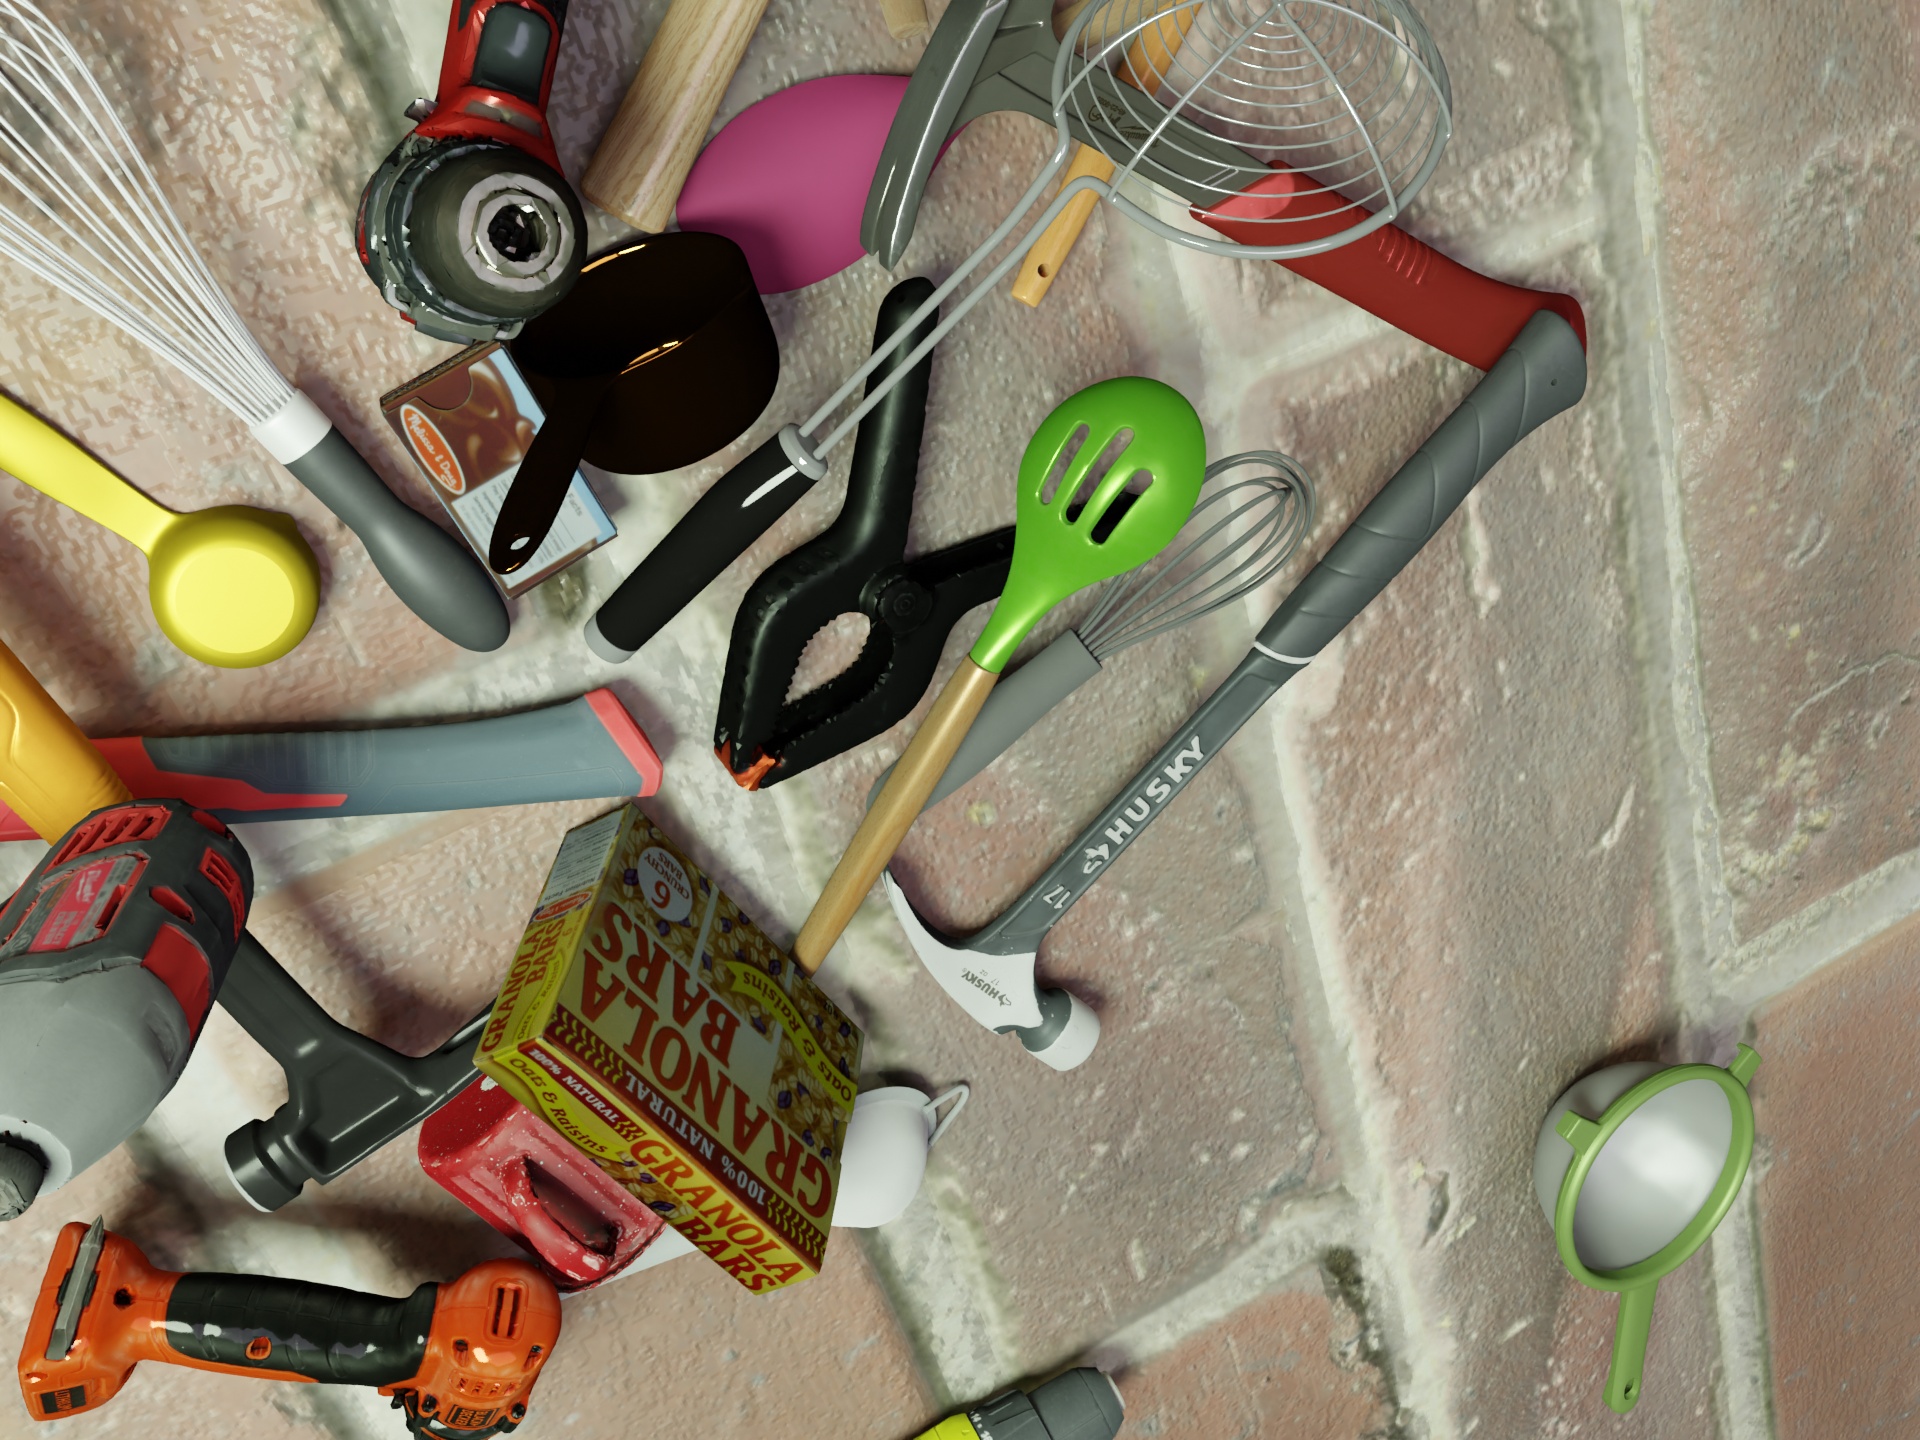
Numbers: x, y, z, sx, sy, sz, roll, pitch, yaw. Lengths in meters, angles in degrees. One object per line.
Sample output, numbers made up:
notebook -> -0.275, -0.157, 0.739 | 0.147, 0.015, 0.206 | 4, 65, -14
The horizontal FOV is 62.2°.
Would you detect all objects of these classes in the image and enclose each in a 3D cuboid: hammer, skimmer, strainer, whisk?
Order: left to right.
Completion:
hammer -> -0.285, 0.028, 0.532 | 0.127, 0.034, 0.336 | -34, 122, -6
hammer -> -0.302, 0.038, 0.572 | 0.386, 0.038, 0.143 | -2, 112, -23
whisk -> -0.246, -0.123, 0.528 | 0.070, 0.070, 0.284 | -41, 126, -5
strainer -> -0.107, 0.232, 0.735 | 0.258, 0.050, 0.086 | -17, 130, -14
hammer -> -0.039, -0.317, 0.526 | 0.331, 0.130, 0.031 | -60, 155, 15
skimmer -> 0.002, -0.130, 0.570 | 0.363, 0.127, 0.090 | -39, 159, 27
whisk -> 0.051, -0.032, 0.684 | 0.239, 0.055, 0.055 | -39, 121, 9
hammer -> 0.130, -0.021, 0.722 | 0.149, 0.036, 0.409 | 38, 97, -29
hammer -> 0.136, -0.196, 0.658 | 0.358, 0.037, 0.149 | 15, 116, -35
strainer -> 0.399, 0.307, 0.973 | 0.151, 0.069, 0.256 | -13, 115, -22

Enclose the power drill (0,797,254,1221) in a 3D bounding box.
power drill -> -0.328, 0.094, 0.453 | 0.219, 0.143, 0.078 | -9, 123, -1

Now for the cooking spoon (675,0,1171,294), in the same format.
cooking spoon -> 0.037, -0.257, 0.600 | 0.319, 0.017, 0.068 | -31, 119, -1

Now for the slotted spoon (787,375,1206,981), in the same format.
slotted spoon -> -0.001, -0.002, 0.656 | 0.313, 0.070, 0.031 | -58, 164, 23

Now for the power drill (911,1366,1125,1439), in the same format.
power drill -> 0.026, 0.468, 0.865 | 0.190, 0.080, 0.228 | -27, 116, -13

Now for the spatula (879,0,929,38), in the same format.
spatula -> -0.061, -0.367, 0.484 | 0.060, 0.018, 0.316 | -18, 97, -15

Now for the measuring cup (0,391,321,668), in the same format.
measuring cup -> -0.289, -0.072, 0.538 | 0.156, 0.029, 0.062 | 39, 91, -33

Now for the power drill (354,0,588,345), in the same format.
power drill -> -0.125, -0.222, 0.468 | 0.080, 0.188, 0.226 | 12, 100, -26

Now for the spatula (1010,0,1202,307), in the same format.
spatula -> 0.103, -0.309, 0.618 | 0.081, 0.041, 0.322 | 25, 99, -22

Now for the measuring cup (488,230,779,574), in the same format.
measuring cup -> -0.115, -0.096, 0.538 | 0.095, 0.174, 0.052 | -3, 139, 18
